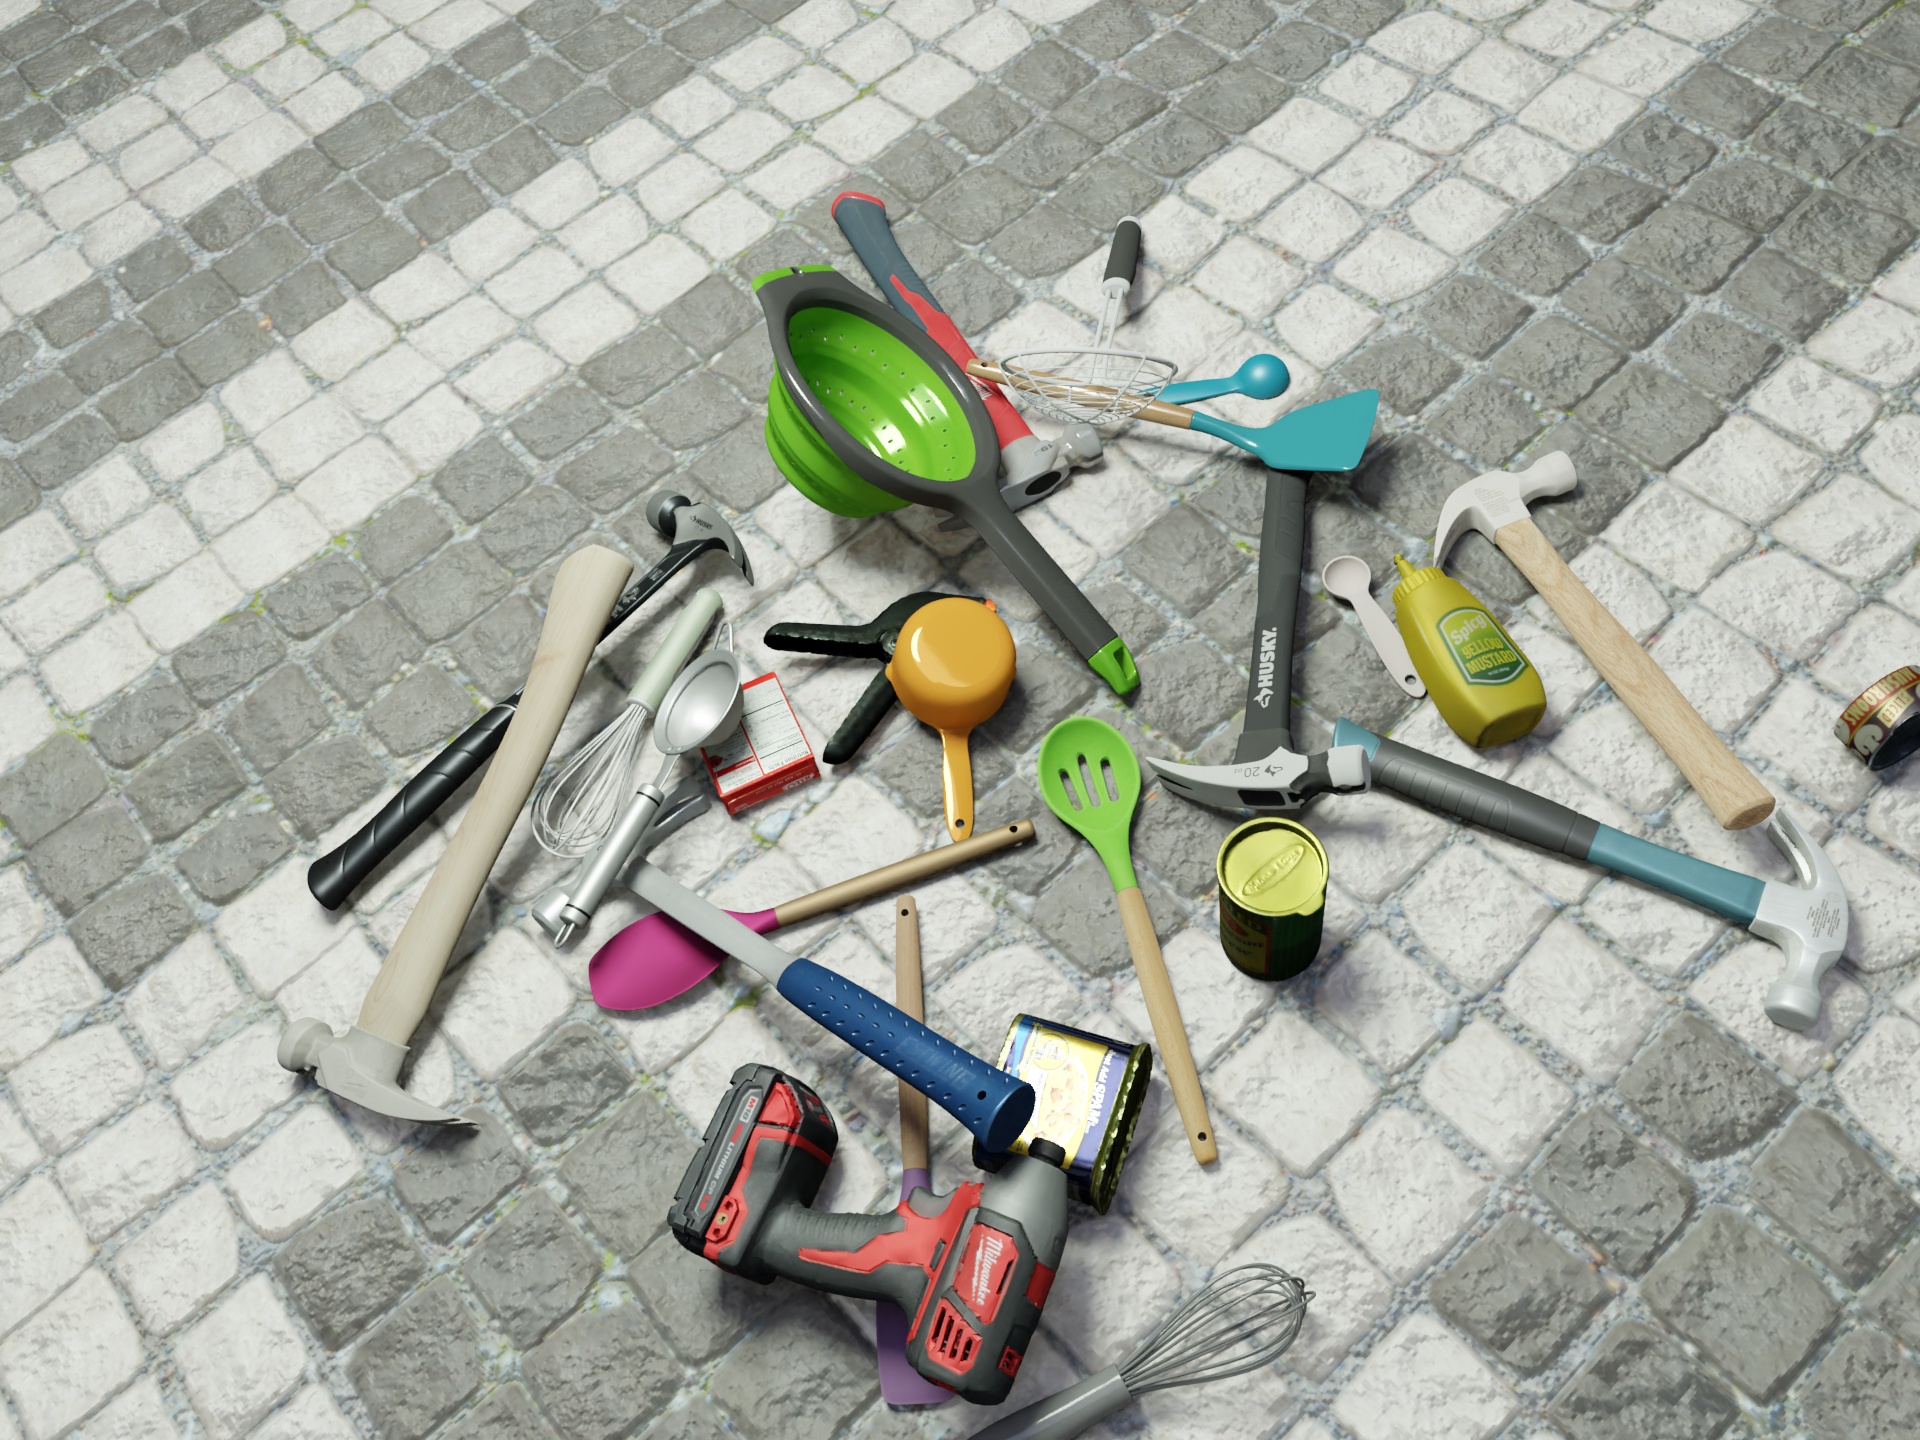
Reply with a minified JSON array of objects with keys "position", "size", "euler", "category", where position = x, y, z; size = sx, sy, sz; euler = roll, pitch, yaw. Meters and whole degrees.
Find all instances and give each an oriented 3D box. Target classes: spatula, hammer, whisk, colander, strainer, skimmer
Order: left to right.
[{"position":[-0.315,0.069,1.093],"size":[0.146,0.038,0.411],"euler":[17,75,20],"category":"hammer"},{"position":[-0.319,-0.015,1.182],"size":[0.409,0.036,0.149],"euler":[-46,42,-15],"category":"hammer"},{"position":[-0.239,-0.003,1.175],"size":[0.059,0.058,0.246],"euler":[33,61,-11],"category":"whisk"},{"position":[-0.209,0.046,1.093],"size":[0.087,0.050,0.258],"euler":[0,53,47],"category":"strainer"},{"position":[-0.109,0.150,0.997],"size":[0.406,0.035,0.144],"euler":[23,62,40],"category":"hammer"},{"position":[-0.027,0.255,0.989],"size":[0.060,0.018,0.316],"euler":[-6,59,3],"category":"spatula"},{"position":[-0.034,-0.317,1.336],"size":[0.143,0.038,0.387],"euler":[-27,58,-6],"category":"hammer"},{"position":[-0.024,-0.155,1.169],"size":[0.397,0.094,0.204],"euler":[50,35,4],"category":"colander"},{"position":[0.114,-0.334,1.232],"size":[0.127,0.090,0.364],"euler":[3,41,11],"category":"skimmer"},{"position":[0.090,0.369,0.881],"size":[0.239,0.055,0.055],"euler":[-27,58,-3],"category":"whisk"},{"position":[0.154,-0.244,1.217],"size":[0.317,0.044,0.082],"euler":[16,62,14],"category":"spatula"},{"position":[0.220,-0.081,1.134],"size":[0.146,0.035,0.335],"euler":[-8,51,26],"category":"hammer"},{"position":[0.392,0.074,1.022],"size":[0.331,0.033,0.128],"euler":[22,65,22],"category":"hammer"},{"position":[0.431,-0.056,1.077],"size":[0.130,0.031,0.332],"euler":[-22,50,-1],"category":"hammer"}]

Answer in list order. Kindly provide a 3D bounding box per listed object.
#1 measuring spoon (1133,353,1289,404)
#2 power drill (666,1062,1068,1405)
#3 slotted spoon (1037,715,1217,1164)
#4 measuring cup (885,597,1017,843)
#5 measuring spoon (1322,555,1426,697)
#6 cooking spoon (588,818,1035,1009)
[{"position":[0.200,-0.273,1.277],"size":[0.128,0.021,0.042],"euler":[-9,57,3],"category":"measuring spoon"},{"position":[-0.045,0.282,0.913],"size":[0.220,0.078,0.143],"euler":[14,67,28],"category":"power drill"},{"position":[0.114,0.135,1.035],"size":[0.070,0.031,0.314],"euler":[-14,59,-2],"category":"slotted spoon"},{"position":[-0.002,-0.004,1.108],"size":[0.095,0.052,0.174],"euler":[-1,69,-7],"category":"measuring cup"},{"position":[0.298,-0.065,1.139],"size":[0.034,0.018,0.124],"euler":[-25,64,0],"category":"measuring spoon"},{"position":[-0.100,0.126,1.082],"size":[0.319,0.017,0.069],"euler":[-20,53,-2],"category":"cooking spoon"}]
